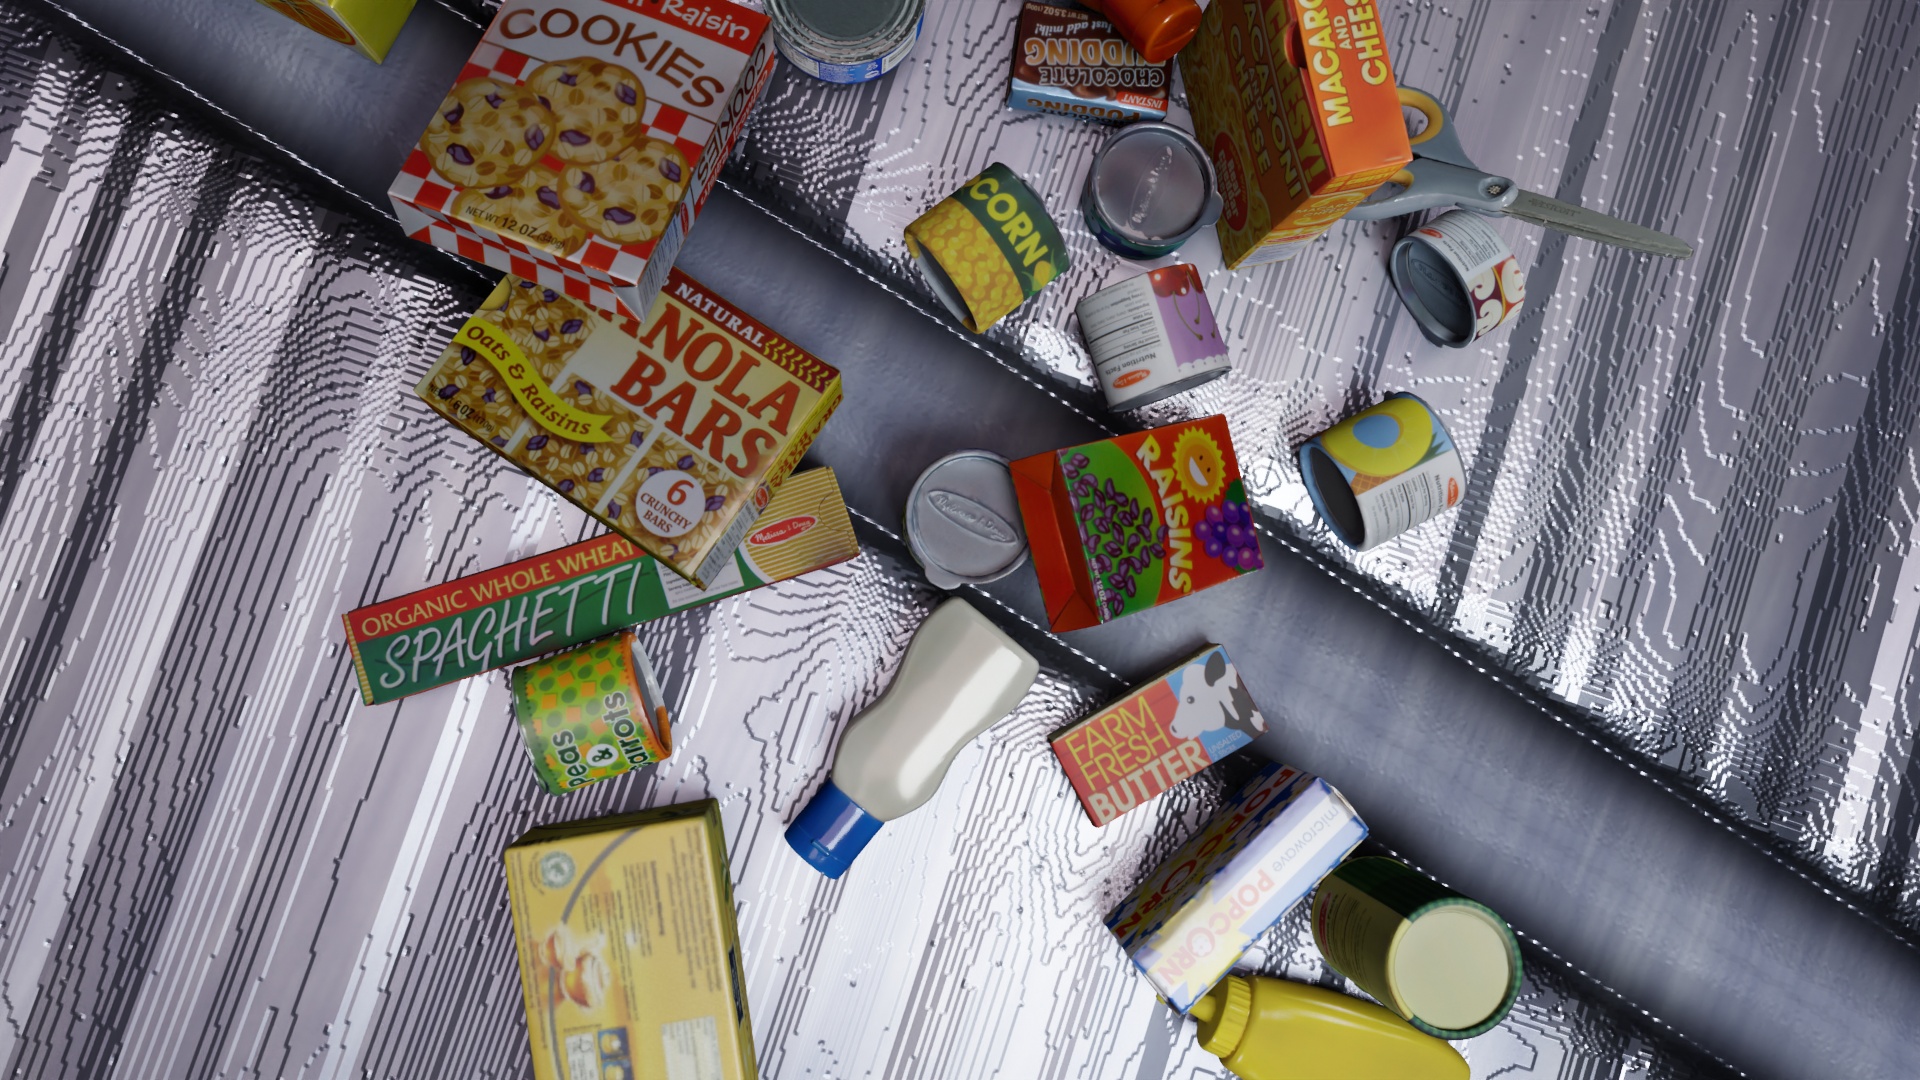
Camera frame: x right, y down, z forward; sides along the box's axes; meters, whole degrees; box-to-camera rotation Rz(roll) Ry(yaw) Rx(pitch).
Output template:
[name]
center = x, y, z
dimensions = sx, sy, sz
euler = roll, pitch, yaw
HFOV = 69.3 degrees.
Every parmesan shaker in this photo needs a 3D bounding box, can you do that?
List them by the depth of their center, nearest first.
[parmesan shaker]
center = 0.221, 0.200, 0.680
dimensions = 0.071, 0.103, 0.071
euler = 0, 87, -5

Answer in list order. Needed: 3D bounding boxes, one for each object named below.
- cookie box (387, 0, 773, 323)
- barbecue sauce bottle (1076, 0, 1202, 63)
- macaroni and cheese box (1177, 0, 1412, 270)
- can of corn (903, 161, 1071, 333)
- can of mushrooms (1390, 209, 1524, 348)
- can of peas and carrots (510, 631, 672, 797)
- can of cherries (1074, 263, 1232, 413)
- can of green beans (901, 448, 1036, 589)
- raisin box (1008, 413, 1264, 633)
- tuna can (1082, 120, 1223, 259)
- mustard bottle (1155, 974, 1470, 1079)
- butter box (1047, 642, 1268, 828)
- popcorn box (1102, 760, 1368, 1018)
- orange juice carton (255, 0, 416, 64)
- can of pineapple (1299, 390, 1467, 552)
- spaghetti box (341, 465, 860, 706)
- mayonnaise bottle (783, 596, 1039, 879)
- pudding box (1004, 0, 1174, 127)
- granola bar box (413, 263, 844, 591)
[cookie box]
center = -0.178, -0.203, 0.675
dimensions = 0.123, 0.040, 0.168
euler = 20, 68, 1
[barbecue sauce bottle]
center = 0.064, -0.307, 0.706
dimensions = 0.065, 0.043, 0.149
euler = -30, 74, -21
[macaroni and cheese box]
center = 0.153, -0.210, 0.666
dimensions = 0.040, 0.166, 0.123
euler = -12, 88, -4
[can of corn]
center = 0.013, -0.147, 0.699
dimensions = 0.058, 0.071, 0.071
euler = -37, 91, -5
[can of mushrooms]
center = 0.258, -0.135, 0.723
dimensions = 0.033, 0.071, 0.071
euler = -32, 90, -6
[can of peas and carrots]
center = -0.177, 0.085, 0.671
dimensions = 0.059, 0.071, 0.071
euler = -18, 89, -6
[can of cherries]
center = 0.099, -0.103, 0.708
dimensions = 0.071, 0.071, 0.058
euler = -19, 88, -5
[can of green beans]
center = 0.004, -0.011, 0.697
dimensions = 0.071, 0.058, 0.071
euler = 0, 87, -5
[raisin box]
center = 0.089, -0.010, 0.684
dimensions = 0.124, 0.040, 0.086
euler = -15, 89, -39
[tuna can]
center = 0.100, -0.181, 0.727
dimensions = 0.071, 0.033, 0.071
euler = 0, 87, -5
[mustard bottle]
center = 0.173, 0.254, 0.701
dimensions = 0.160, 0.049, 0.065
euler = 23, 87, -3
[butter box]
center = 0.101, 0.100, 0.716
dimensions = 0.103, 0.024, 0.053
euler = -29, 89, -6
[popcorn box]
center = 0.133, 0.167, 0.684
dimensions = 0.127, 0.085, 0.038
euler = -42, 90, -5
[orange juice carton]
center = -0.362, -0.319, 0.677
dimensions = 0.193, 0.073, 0.072
euler = 27, 86, -2
[can of pineapple]
center = 0.215, -0.036, 0.713
dimensions = 0.058, 0.071, 0.071
euler = -26, 89, -5
[spaghetti box]
center = -0.177, 0.022, 0.695
dimensions = 0.250, 0.028, 0.050
euler = -17, 88, -6
[mayonnaise bottle]
center = -0.028, 0.101, 0.698
dimensions = 0.065, 0.041, 0.148
euler = 40, 86, 0
[pudding box]
center = 0.068, -0.248, 0.729
dimensions = 0.084, 0.030, 0.049
euler = 10, 87, -4
[granola bar box]
center = -0.159, -0.072, 0.679
dimensions = 0.165, 0.039, 0.124
euler = 33, 77, 6
